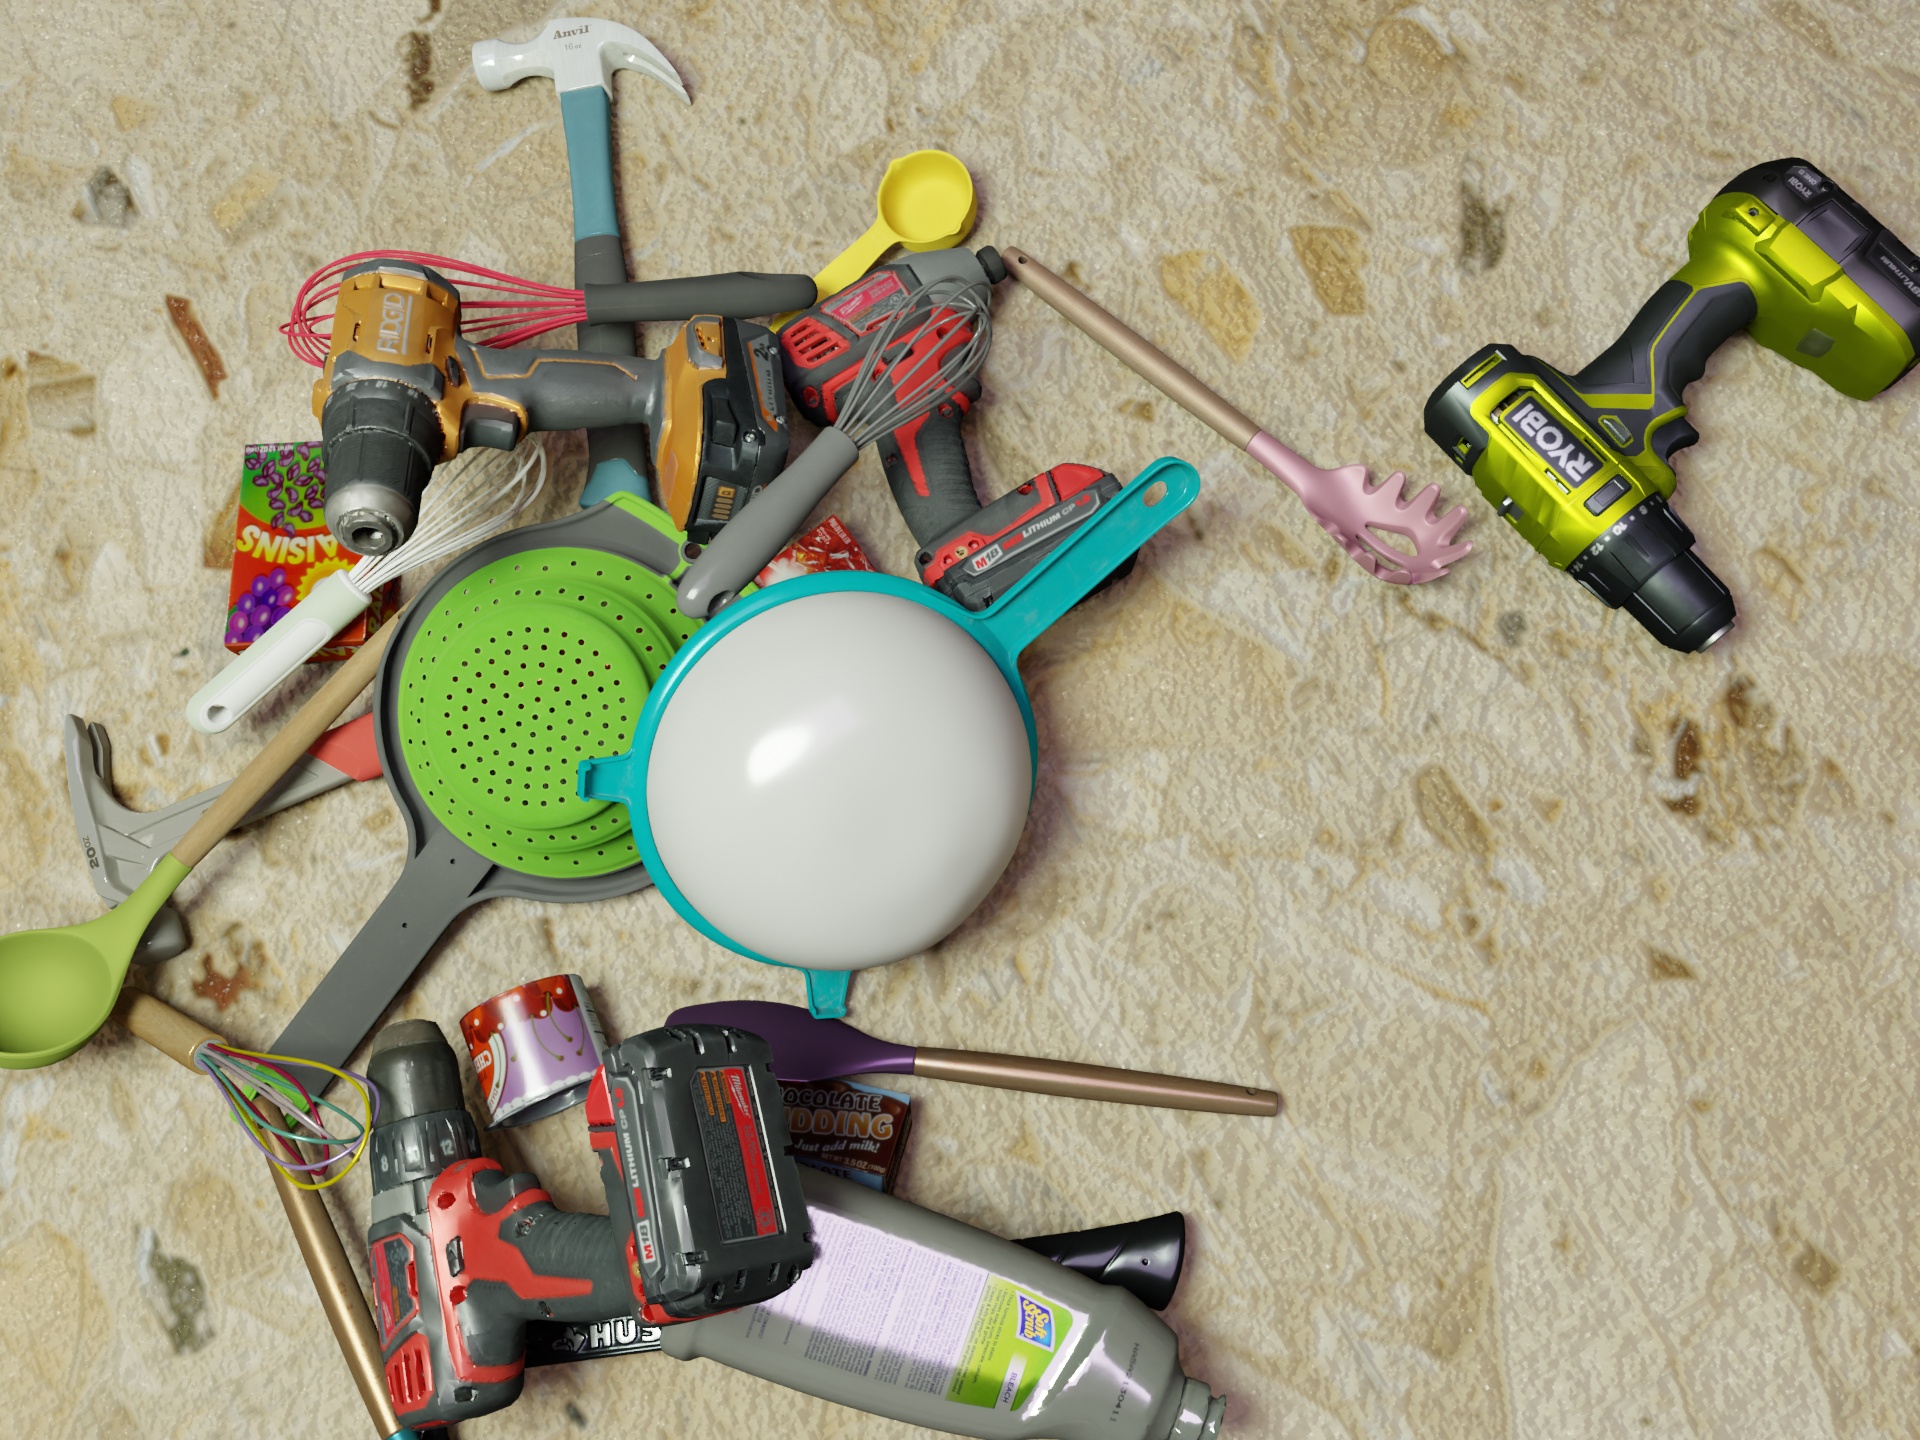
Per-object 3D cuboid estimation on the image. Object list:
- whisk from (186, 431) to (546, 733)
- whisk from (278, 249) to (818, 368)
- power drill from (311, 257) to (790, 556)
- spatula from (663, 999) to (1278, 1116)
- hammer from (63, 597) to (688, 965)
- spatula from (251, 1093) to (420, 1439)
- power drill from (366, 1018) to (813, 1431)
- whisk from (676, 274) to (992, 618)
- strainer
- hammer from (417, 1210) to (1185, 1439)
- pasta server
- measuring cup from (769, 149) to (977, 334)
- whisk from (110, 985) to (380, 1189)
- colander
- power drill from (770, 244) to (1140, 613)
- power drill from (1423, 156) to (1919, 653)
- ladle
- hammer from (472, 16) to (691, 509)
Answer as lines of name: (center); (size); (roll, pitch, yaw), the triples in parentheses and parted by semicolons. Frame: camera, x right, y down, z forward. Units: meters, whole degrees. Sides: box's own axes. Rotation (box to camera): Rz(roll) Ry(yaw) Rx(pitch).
whisk: (-0.322, -0.077, 0.862); (0.246, 0.057, 0.059); (-41, 41, -1)
whisk: (-0.227, -0.231, 0.886); (0.296, 0.073, 0.073); (-5, 76, -5)
power drill: (-0.205, -0.145, 0.799); (0.226, 0.084, 0.186); (6, 47, -18)
spatula: (0.003, 0.175, 0.811); (0.316, 0.060, 0.018); (6, 119, 4)
hammer: (-0.319, 0.001, 0.888); (0.359, 0.036, 0.149); (-23, 75, 1)
spatula: (-0.286, 0.320, 0.766); (0.082, 0.044, 0.318); (-35, 70, 5)
power drill: (-0.188, 0.204, 0.723); (0.226, 0.080, 0.188); (-27, 68, 28)
whisk: (-0.059, -0.138, 0.792); (0.055, 0.055, 0.239); (35, 70, 13)
strainer: (-0.001, -0.002, 0.764); (0.340, 0.095, 0.210); (-42, 114, 0)
hammer: (-0.090, 0.289, 0.794); (0.409, 0.036, 0.149); (-9, 75, 3)
pasta server: (0.143, -0.175, 0.880); (0.316, 0.040, 0.060); (41, 71, 15)
measuring cup: (-0.054, -0.268, 0.936); (0.156, 0.029, 0.062); (-42, 75, 7)
whisk: (-0.369, 0.177, 0.798); (0.245, 0.051, 0.047); (12, 99, 38)
colander: (-0.257, 0.062, 0.814); (0.204, 0.094, 0.397); (37, 90, -3)
power drill: (0.002, -0.160, 0.874); (0.143, 0.078, 0.220); (-31, 72, -2)
power drill: (0.388, -0.163, 0.832); (0.228, 0.080, 0.191); (-39, 75, -1)
ladle: (-0.398, 0.051, 0.839); (0.078, 0.062, 0.320); (39, 81, 13)
hammer: (-0.216, -0.271, 0.945); (0.128, 0.033, 0.331); (-9, 76, 5)
